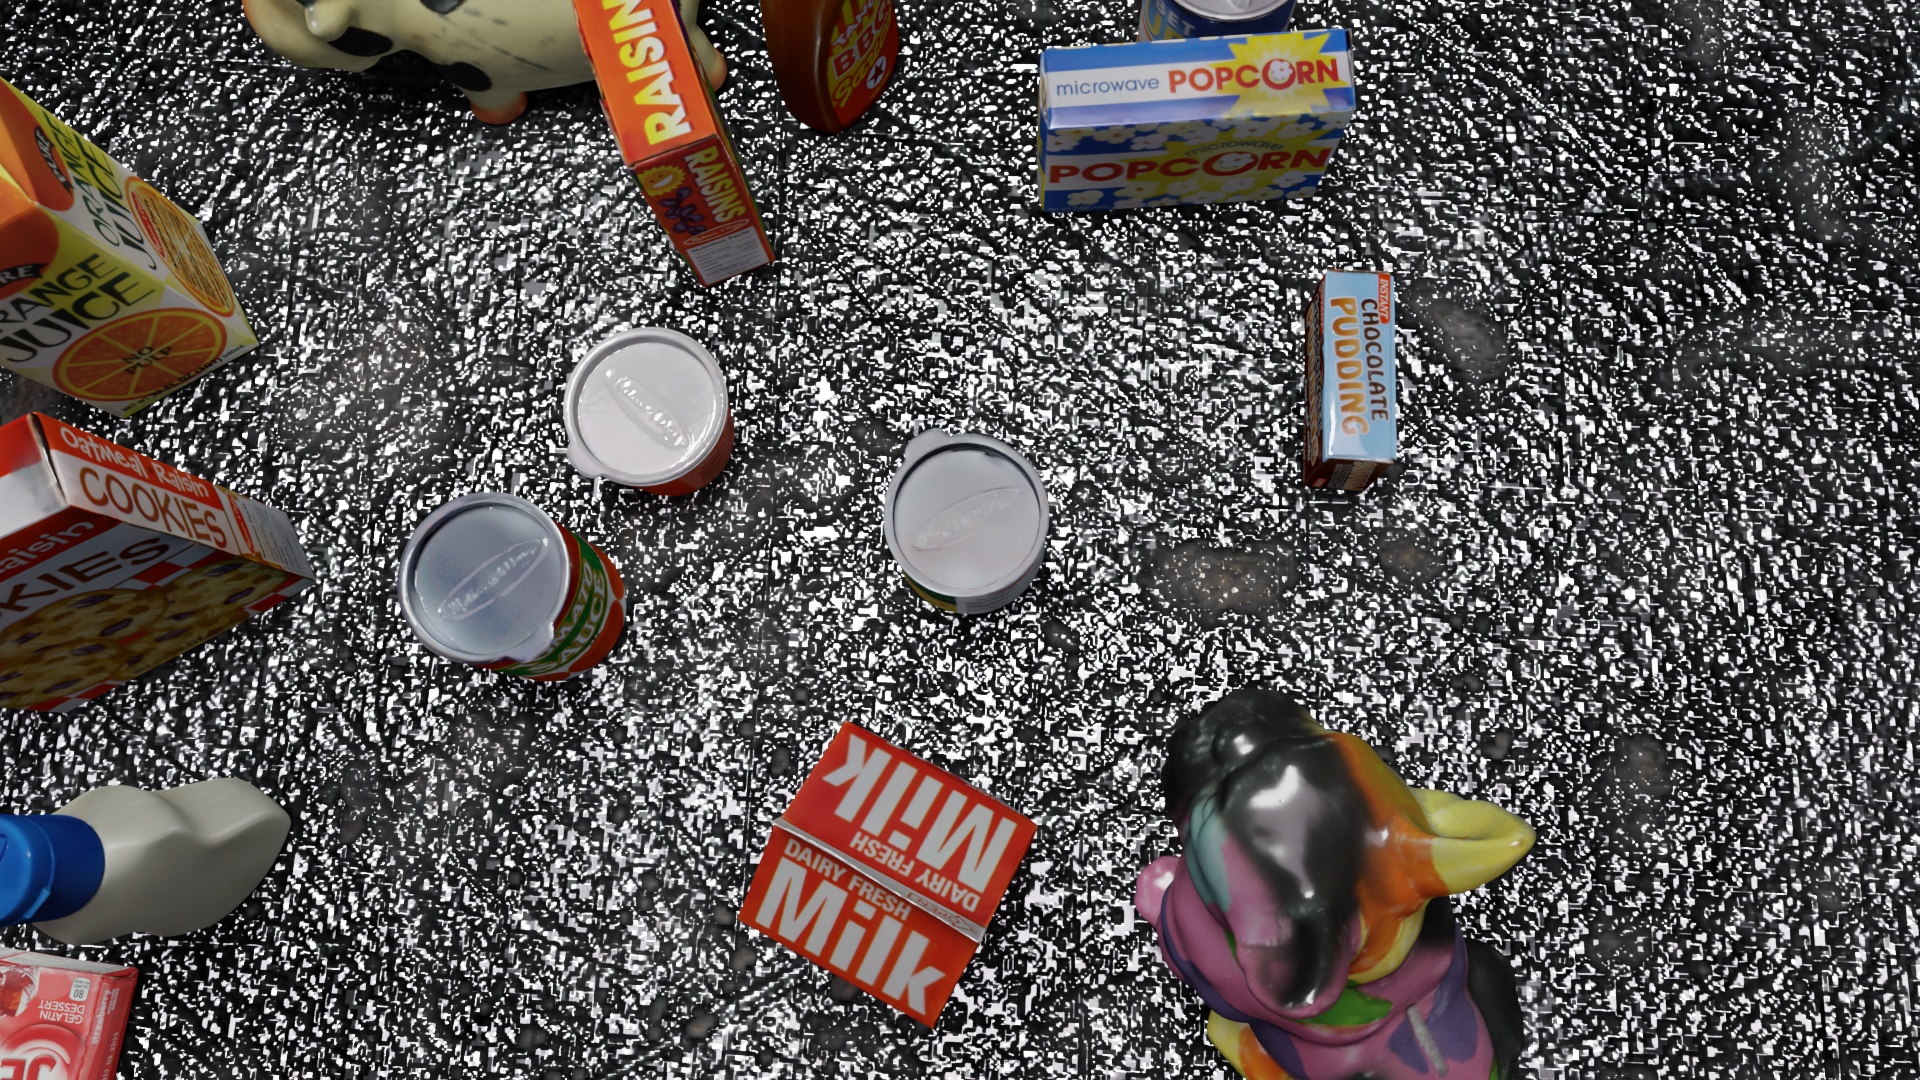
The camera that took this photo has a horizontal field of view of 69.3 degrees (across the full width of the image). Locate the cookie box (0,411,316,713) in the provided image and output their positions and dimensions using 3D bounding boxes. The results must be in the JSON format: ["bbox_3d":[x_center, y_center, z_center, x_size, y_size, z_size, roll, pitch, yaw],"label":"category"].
[{"bbox_3d":[-0.348,0.015,0.529,0.123,0.167,0.040,-28,79,-3],"label":"cookie box"}]

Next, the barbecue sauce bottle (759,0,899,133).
[{"bbox_3d":[-0.058,-0.232,0.580,0.044,0.148,0.065,31,82,8],"label":"barbecue sauce bottle"}]

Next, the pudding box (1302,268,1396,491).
[{"bbox_3d":[0.164,-0.067,0.588,0.030,0.049,0.084,3,79,3],"label":"pudding box"}]

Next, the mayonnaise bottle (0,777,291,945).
[{"bbox_3d":[-0.312,0.119,0.517,0.041,0.148,0.065,35,82,8],"label":"mayonnaise bottle"}]

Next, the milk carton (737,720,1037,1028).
[{"bbox_3d":[-0.021,0.113,0.486,0.072,0.190,0.073,27,81,7],"label":"milk carton"}]

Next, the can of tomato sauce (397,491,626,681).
[{"bbox_3d":[-0.177,0.023,0.565,0.071,0.083,0.071,0,79,2],"label":"can of tomato sauce"}]

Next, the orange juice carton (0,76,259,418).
[{"bbox_3d":[-0.370,-0.120,0.545,0.072,0.192,0.073,-30,79,-4],"label":"orange juice carton"}]

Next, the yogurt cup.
[{"bbox_3d":[-0.128,-0.051,0.593,0.072,0.054,0.072,0,79,2],"label":"yogurt cup"}]

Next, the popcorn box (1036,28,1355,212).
[{"bbox_3d":[0.096,-0.178,0.595,0.127,0.085,0.038,-3,79,1],"label":"popcorn box"}]

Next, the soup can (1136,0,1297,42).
[{"bbox_3d":[0.109,-0.234,0.607,0.071,0.083,0.071,0,79,2],"label":"soup can"}]

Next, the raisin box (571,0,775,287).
[{"bbox_3d":[-0.119,-0.171,0.582,0.040,0.123,0.086,-19,79,-2],"label":"raisin box"}]

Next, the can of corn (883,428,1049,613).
[{"bbox_3d":[0.002,-0.007,0.577,0.071,0.058,0.071,0,79,2],"label":"can of corn"}]
